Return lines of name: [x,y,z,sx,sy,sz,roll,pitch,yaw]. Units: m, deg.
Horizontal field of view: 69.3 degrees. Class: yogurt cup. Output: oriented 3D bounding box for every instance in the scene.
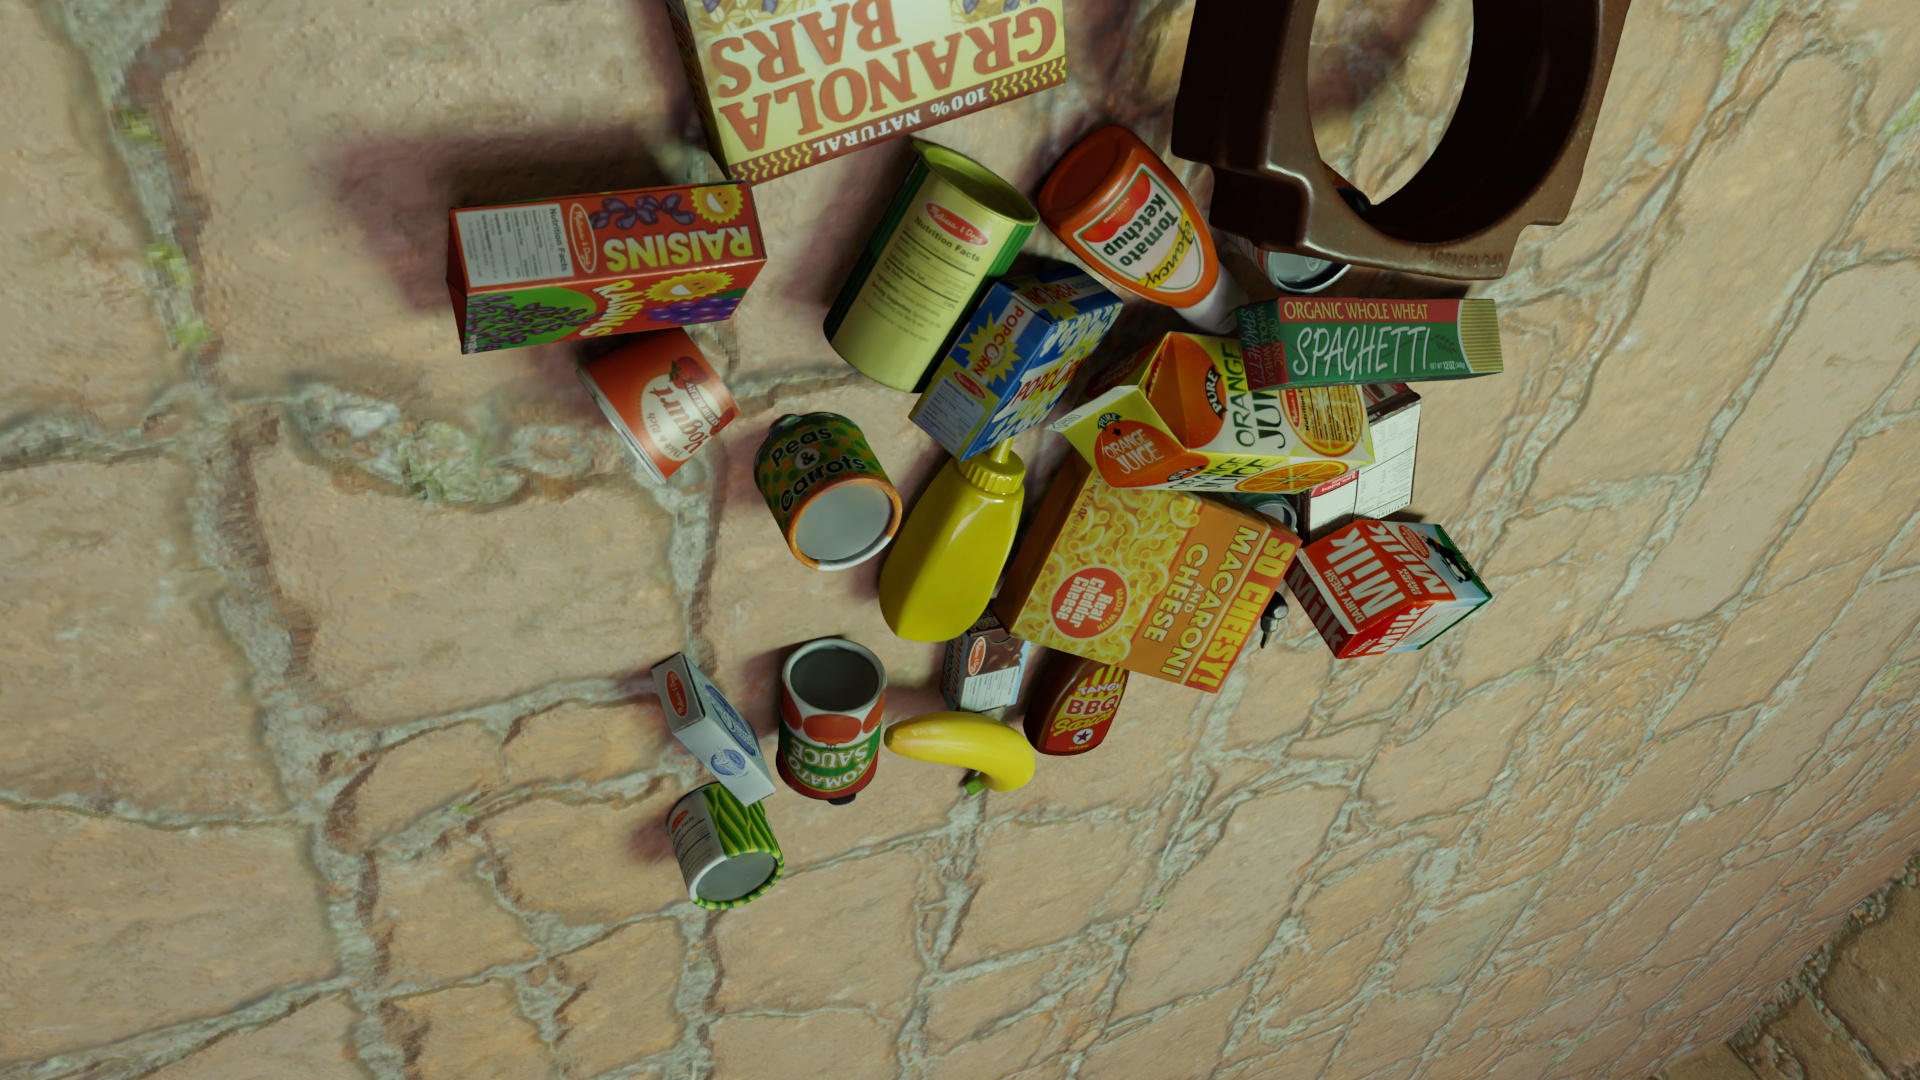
yogurt cup: [-0.143,-0.069,0.668,0.054,0.072,0.072,-36,140,-7]

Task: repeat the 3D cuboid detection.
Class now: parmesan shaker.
parmesan shaker: [-0.018,-0.133,0.681,0.071,0.071,0.102,11,124,-39]

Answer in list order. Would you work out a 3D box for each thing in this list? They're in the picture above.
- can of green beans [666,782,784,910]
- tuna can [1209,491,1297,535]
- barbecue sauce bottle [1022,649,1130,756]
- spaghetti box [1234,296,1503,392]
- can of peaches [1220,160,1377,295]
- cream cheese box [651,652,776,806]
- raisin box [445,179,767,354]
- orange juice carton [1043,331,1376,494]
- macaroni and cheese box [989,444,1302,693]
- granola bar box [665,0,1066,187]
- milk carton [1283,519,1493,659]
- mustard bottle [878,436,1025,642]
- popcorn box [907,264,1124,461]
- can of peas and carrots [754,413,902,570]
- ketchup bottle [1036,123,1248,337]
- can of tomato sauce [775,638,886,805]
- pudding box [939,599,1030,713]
can of green beans: [-0.158,0.205,0.933,0.071,0.058,0.071,-17,137,-16]
tuna can: [0.196,-0.011,0.957,0.071,0.033,0.070,-17,137,-16]
barbecue sauce bottle: [0.093,0.088,0.983,0.065,0.044,0.147,-3,131,-27]
spaghetti box: [0.252,-0.119,0.831,0.251,0.028,0.050,-9,90,-42]
can of peaches: [0.185,-0.179,0.765,0.071,0.058,0.070,-17,136,-17]
cream cheese box: [-0.151,0.117,0.854,0.024,0.053,0.103,-29,139,0]
raisin box: [-0.154,-0.117,0.599,0.124,0.040,0.086,-11,174,-22]
orange juice carton: [0.146,-0.072,0.815,0.193,0.073,0.071,1,165,-32]
macaroni and cheese box: [0.120,0.021,0.892,0.166,0.040,0.123,18,108,-26]
granola bar box: [-0.038,-0.232,0.589,0.166,0.039,0.123,-22,139,-11]
milk carton: [0.301,0.035,0.999,0.191,0.072,0.073,0,143,-50]
mustard bottle: [0.003,-0.010,0.826,0.065,0.049,0.159,3,128,-34]
popcorn box: [0.032,-0.095,0.721,0.085,0.038,0.127,-54,170,25]
can of peas and carrots: [-0.073,-0.028,0.754,0.071,0.059,0.070,-18,137,-17]
ketchup bottle: [0.105,-0.159,0.747,0.064,0.044,0.148,-44,138,15]
can of tomato sauce: [-0.082,0.115,0.881,0.071,0.071,0.082,-11,135,-22]
pudding box: [0.018,0.079,0.938,0.050,0.030,0.083,-10,135,-21]
